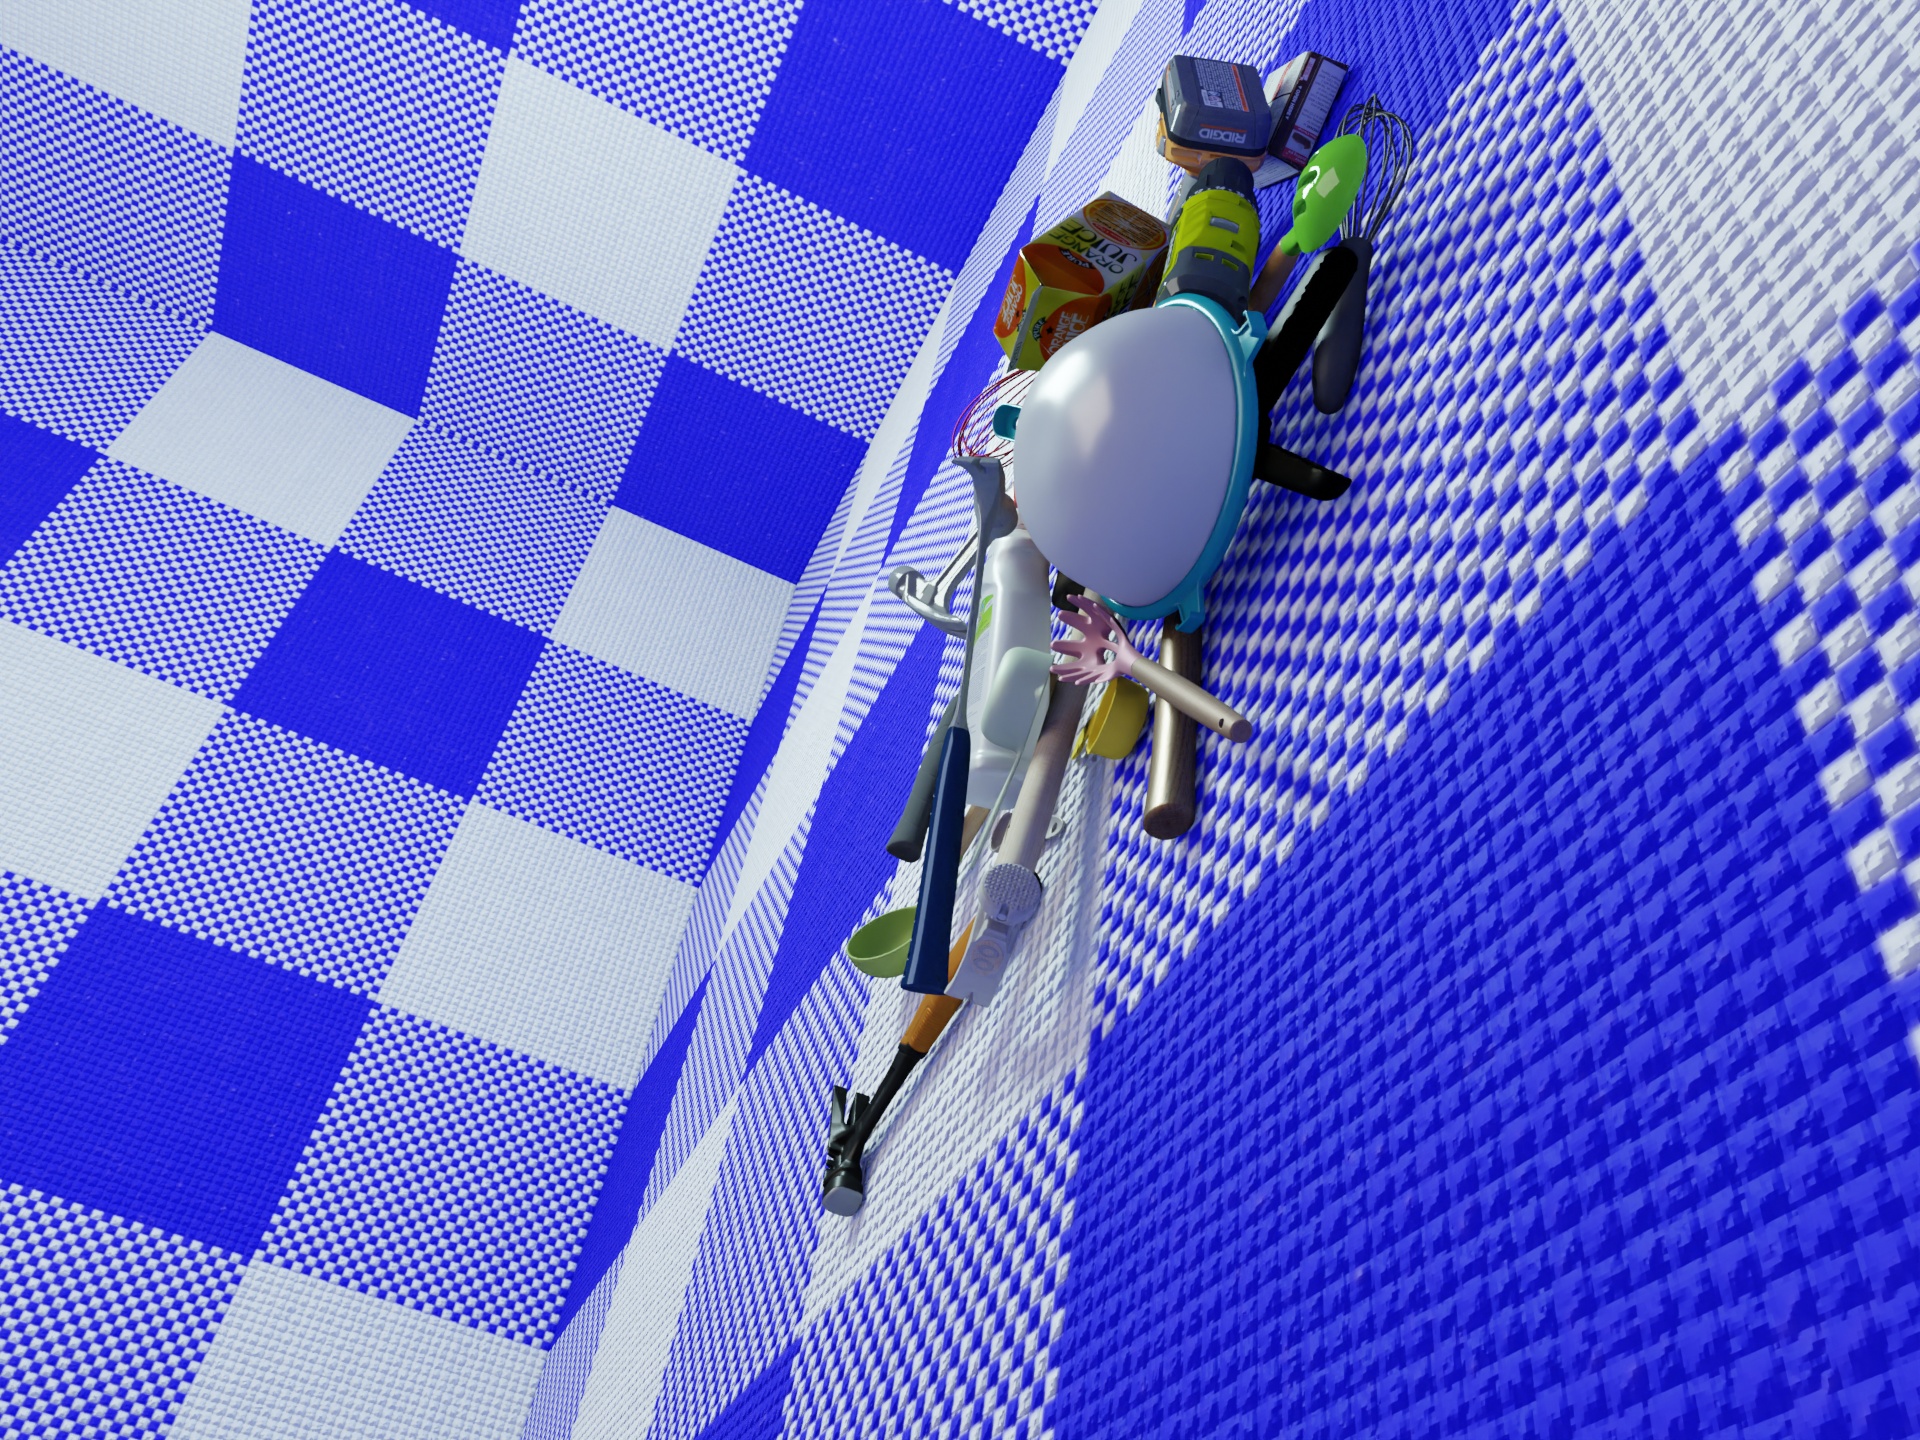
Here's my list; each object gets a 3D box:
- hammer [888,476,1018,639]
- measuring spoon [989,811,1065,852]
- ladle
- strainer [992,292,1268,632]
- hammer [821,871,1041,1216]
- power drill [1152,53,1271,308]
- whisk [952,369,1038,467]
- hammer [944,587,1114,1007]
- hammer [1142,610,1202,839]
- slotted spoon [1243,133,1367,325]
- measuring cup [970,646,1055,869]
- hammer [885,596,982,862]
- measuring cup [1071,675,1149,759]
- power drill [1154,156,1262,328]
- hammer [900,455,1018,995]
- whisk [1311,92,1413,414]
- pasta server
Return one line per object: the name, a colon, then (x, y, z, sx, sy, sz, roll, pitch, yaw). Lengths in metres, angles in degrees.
hammer: (0.079, -0.232, 1.429, 0.359, 0.036, 0.149, -52, 35, -2)
measuring spoon: (0.055, 0.087, 1.216, 0.124, 0.018, 0.034, -14, 52, 67)
ladle: (-0.002, 0.086, 1.359, 0.320, 0.062, 0.078, -61, 14, 14)
strainer: (0.067, -0.190, 1.072, 0.341, 0.095, 0.211, 34, 117, 61)
hammer: (-0.026, 0.235, 1.237, 0.336, 0.034, 0.127, -60, 15, 29)
power drill: (0.186, -0.428, 1.323, 0.186, 0.084, 0.226, -88, 6, -47)
whisk: (0.104, -0.351, 1.537, 0.296, 0.073, 0.073, -45, 13, 0)
hammer: (0.069, 0.012, 1.154, 0.146, 0.038, 0.411, 107, -177, -50)
hammer: (0.146, -0.059, 1.040, 0.130, 0.031, 0.332, 125, 163, -44)
slotted spoon: (0.216, -0.307, 1.067, 0.313, 0.031, 0.070, 97, -173, -86)
measuring cup: (0.024, 0.024, 1.147, 0.083, 0.038, 0.168, 94, -163, -78)
hammer: (0.007, -0.027, 1.461, 0.149, 0.036, 0.409, -52, 12, 45)
measuring cup: (0.104, 0.010, 1.133, 0.156, 0.029, 0.062, 113, 177, -76)
power drill: (0.161, -0.286, 1.177, 0.228, 0.080, 0.191, 109, 177, -50)
hammer: (-0.002, -0.004, 1.174, 0.144, 0.035, 0.406, 65, -149, -72)
whisk: (0.248, -0.296, 1.008, 0.055, 0.055, 0.239, 141, 145, -66)
pasta server: (0.111, -0.028, 0.972, 0.316, 0.040, 0.060, -129, 51, -74)
